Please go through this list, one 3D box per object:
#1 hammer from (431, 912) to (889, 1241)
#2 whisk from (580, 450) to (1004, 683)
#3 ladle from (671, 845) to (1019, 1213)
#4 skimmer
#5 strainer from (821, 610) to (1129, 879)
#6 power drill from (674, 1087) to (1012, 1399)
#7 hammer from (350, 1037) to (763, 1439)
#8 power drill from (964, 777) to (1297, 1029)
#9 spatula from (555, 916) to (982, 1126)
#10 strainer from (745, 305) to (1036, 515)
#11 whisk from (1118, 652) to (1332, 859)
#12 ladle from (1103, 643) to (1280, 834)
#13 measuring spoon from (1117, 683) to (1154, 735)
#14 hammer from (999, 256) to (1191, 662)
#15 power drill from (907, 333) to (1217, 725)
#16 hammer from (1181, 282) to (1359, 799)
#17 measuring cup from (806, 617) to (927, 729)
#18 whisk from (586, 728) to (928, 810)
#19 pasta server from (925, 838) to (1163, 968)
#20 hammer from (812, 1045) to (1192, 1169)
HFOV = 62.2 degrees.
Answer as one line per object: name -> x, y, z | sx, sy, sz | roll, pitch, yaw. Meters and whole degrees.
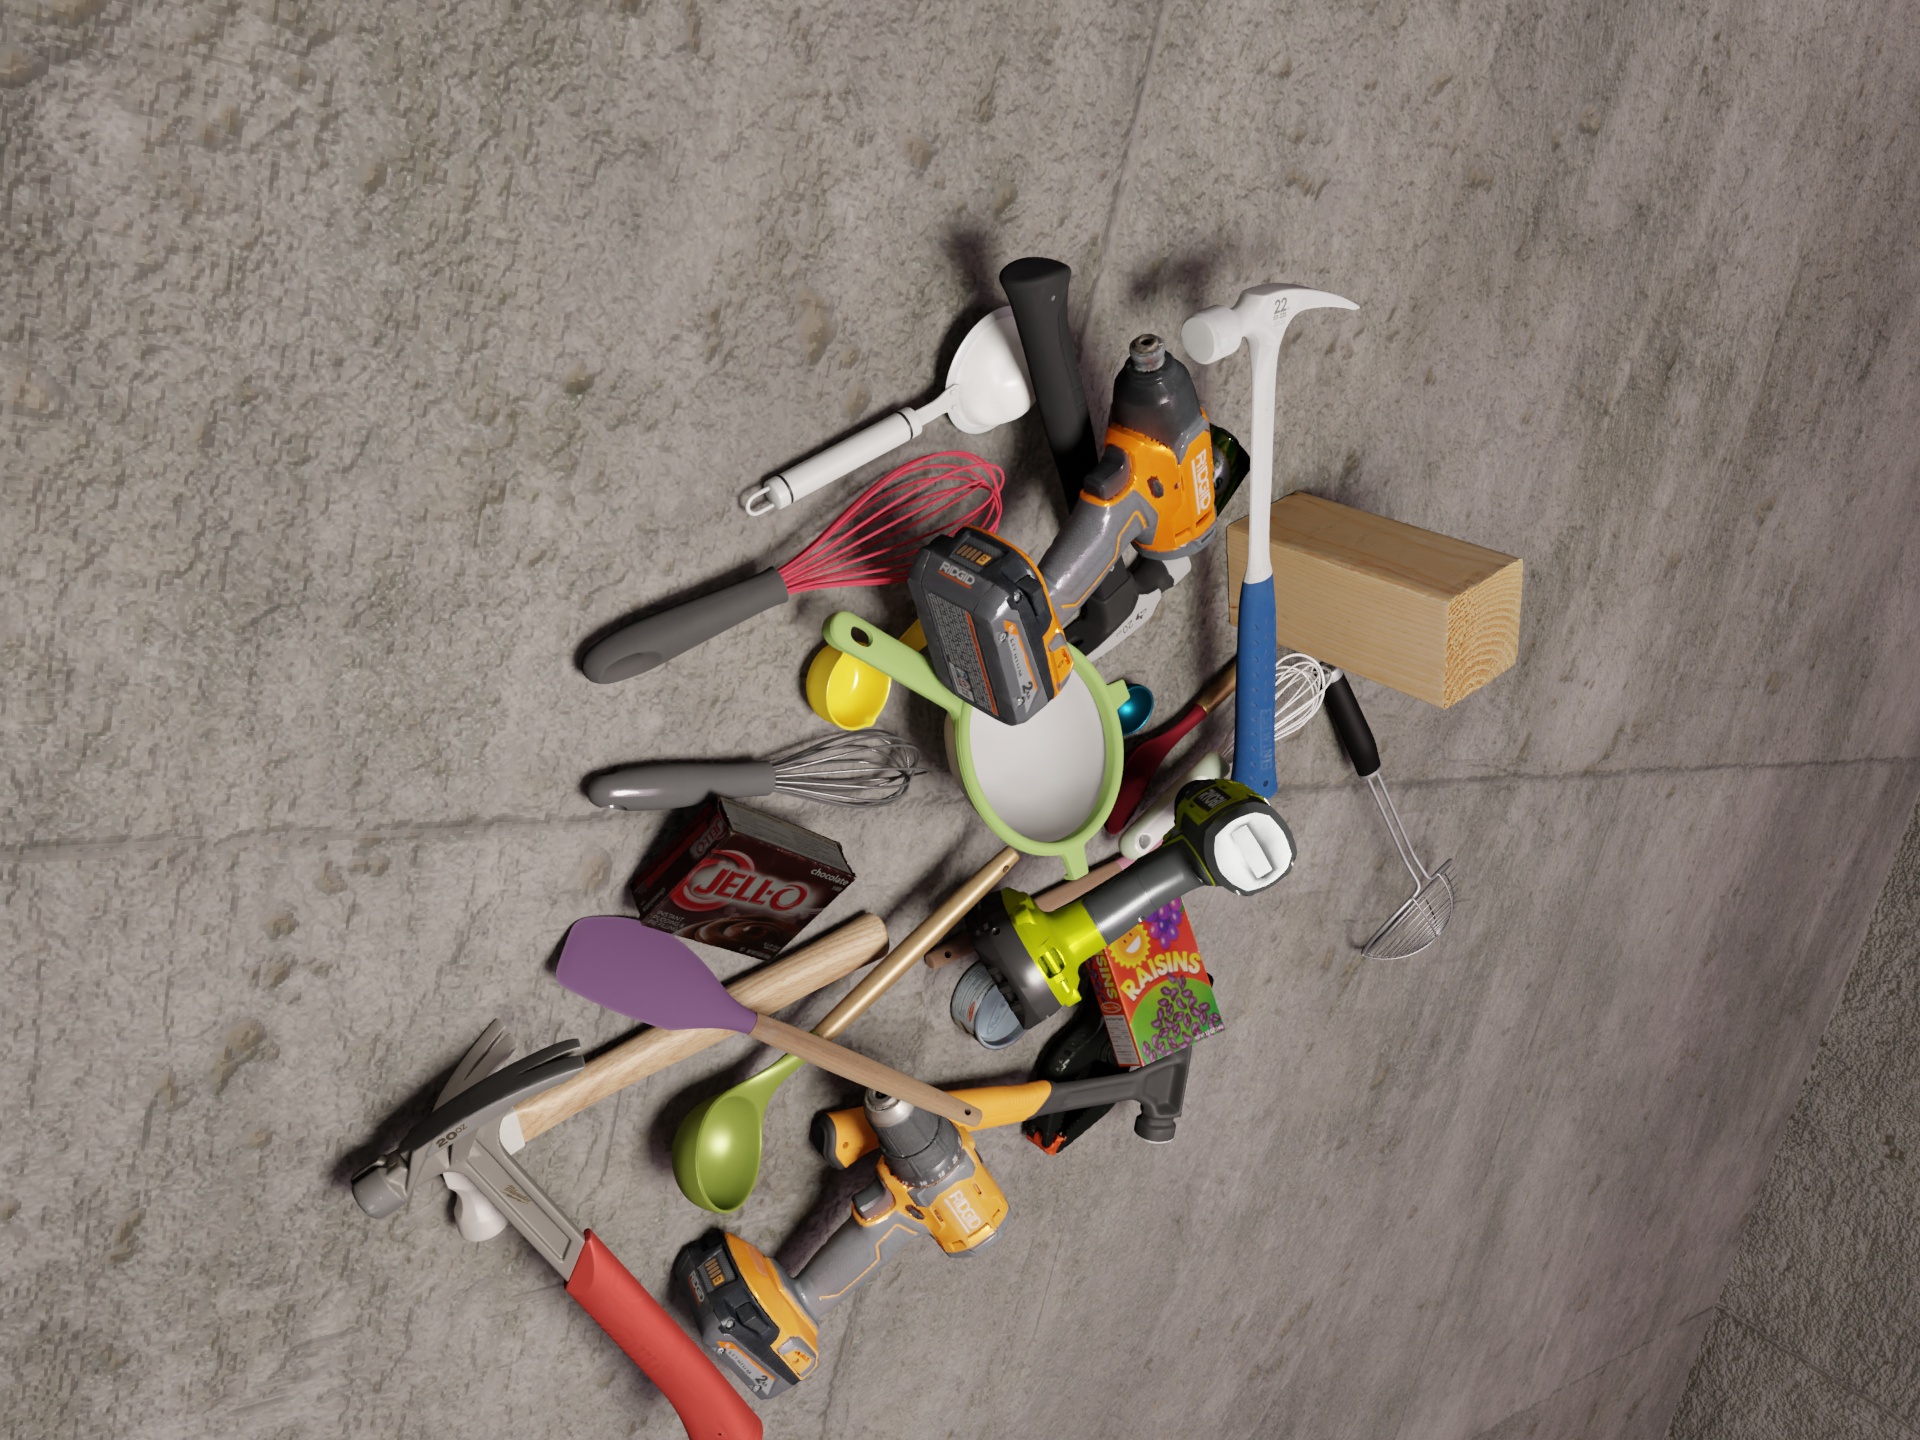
hammer -> -0.185, 0.205, 1.037 | 0.331, 0.031, 0.130 | -24, 124, -32
whisk -> -0.093, -0.089, 0.963 | 0.296, 0.073, 0.073 | -27, 126, -22
ladle -> -0.070, 0.204, 1.083 | 0.320, 0.062, 0.078 | -43, 135, -12
skimmer -> 0.378, 0.084, 1.477 | 0.127, 0.090, 0.363 | -40, 121, -17
strainer -> -0.002, -0.003, 1.055 | 0.256, 0.069, 0.152 | 29, 65, -32
power drill -> -0.087, 0.360, 1.131 | 0.226, 0.084, 0.185 | -33, 129, -8
hammer -> -0.214, 0.355, 1.003 | 0.149, 0.037, 0.358 | -32, 122, -4
power drill -> 0.120, 0.116, 1.145 | 0.228, 0.190, 0.080 | -31, 97, 1
spatula -> -0.113, 0.203, 1.032 | 0.315, 0.018, 0.060 | 29, 60, -24
strainer -> -0.025, -0.187, 0.992 | 0.258, 0.050, 0.086 | -32, 142, -22
whisk -> 0.214, 0.029, 1.284 | 0.246, 0.059, 0.057 | -41, 115, -21
ladle -> 0.210, -0.025, 1.280 | 0.315, 0.031, 0.069 | -43, 148, -21
measuring spoon -> 0.093, 0.017, 1.209 | 0.128, 0.021, 0.042 | -42, 133, -7
hammer -> 0.074, -0.163, 1.045 | 0.146, 0.035, 0.334 | -43, 144, -16
power drill -> 0.073, -0.123, 0.979 | 0.226, 0.084, 0.164 | -45, 144, -22
hammer -> 0.220, -0.116, 1.151 | 0.144, 0.035, 0.405 | -28, 129, -30
measuring cup -> -0.044, -0.053, 1.053 | 0.156, 0.029, 0.062 | -44, 132, -33
whisk -> -0.122, 0.037, 1.005 | 0.239, 0.055, 0.055 | -4, 112, -36
pasta server -> 0.106, 0.126, 1.252 | 0.316, 0.040, 0.060 | -22, 89, -30
hammer -> 0.041, 0.293, 1.242 | 0.336, 0.034, 0.127 | -2, 107, -31
